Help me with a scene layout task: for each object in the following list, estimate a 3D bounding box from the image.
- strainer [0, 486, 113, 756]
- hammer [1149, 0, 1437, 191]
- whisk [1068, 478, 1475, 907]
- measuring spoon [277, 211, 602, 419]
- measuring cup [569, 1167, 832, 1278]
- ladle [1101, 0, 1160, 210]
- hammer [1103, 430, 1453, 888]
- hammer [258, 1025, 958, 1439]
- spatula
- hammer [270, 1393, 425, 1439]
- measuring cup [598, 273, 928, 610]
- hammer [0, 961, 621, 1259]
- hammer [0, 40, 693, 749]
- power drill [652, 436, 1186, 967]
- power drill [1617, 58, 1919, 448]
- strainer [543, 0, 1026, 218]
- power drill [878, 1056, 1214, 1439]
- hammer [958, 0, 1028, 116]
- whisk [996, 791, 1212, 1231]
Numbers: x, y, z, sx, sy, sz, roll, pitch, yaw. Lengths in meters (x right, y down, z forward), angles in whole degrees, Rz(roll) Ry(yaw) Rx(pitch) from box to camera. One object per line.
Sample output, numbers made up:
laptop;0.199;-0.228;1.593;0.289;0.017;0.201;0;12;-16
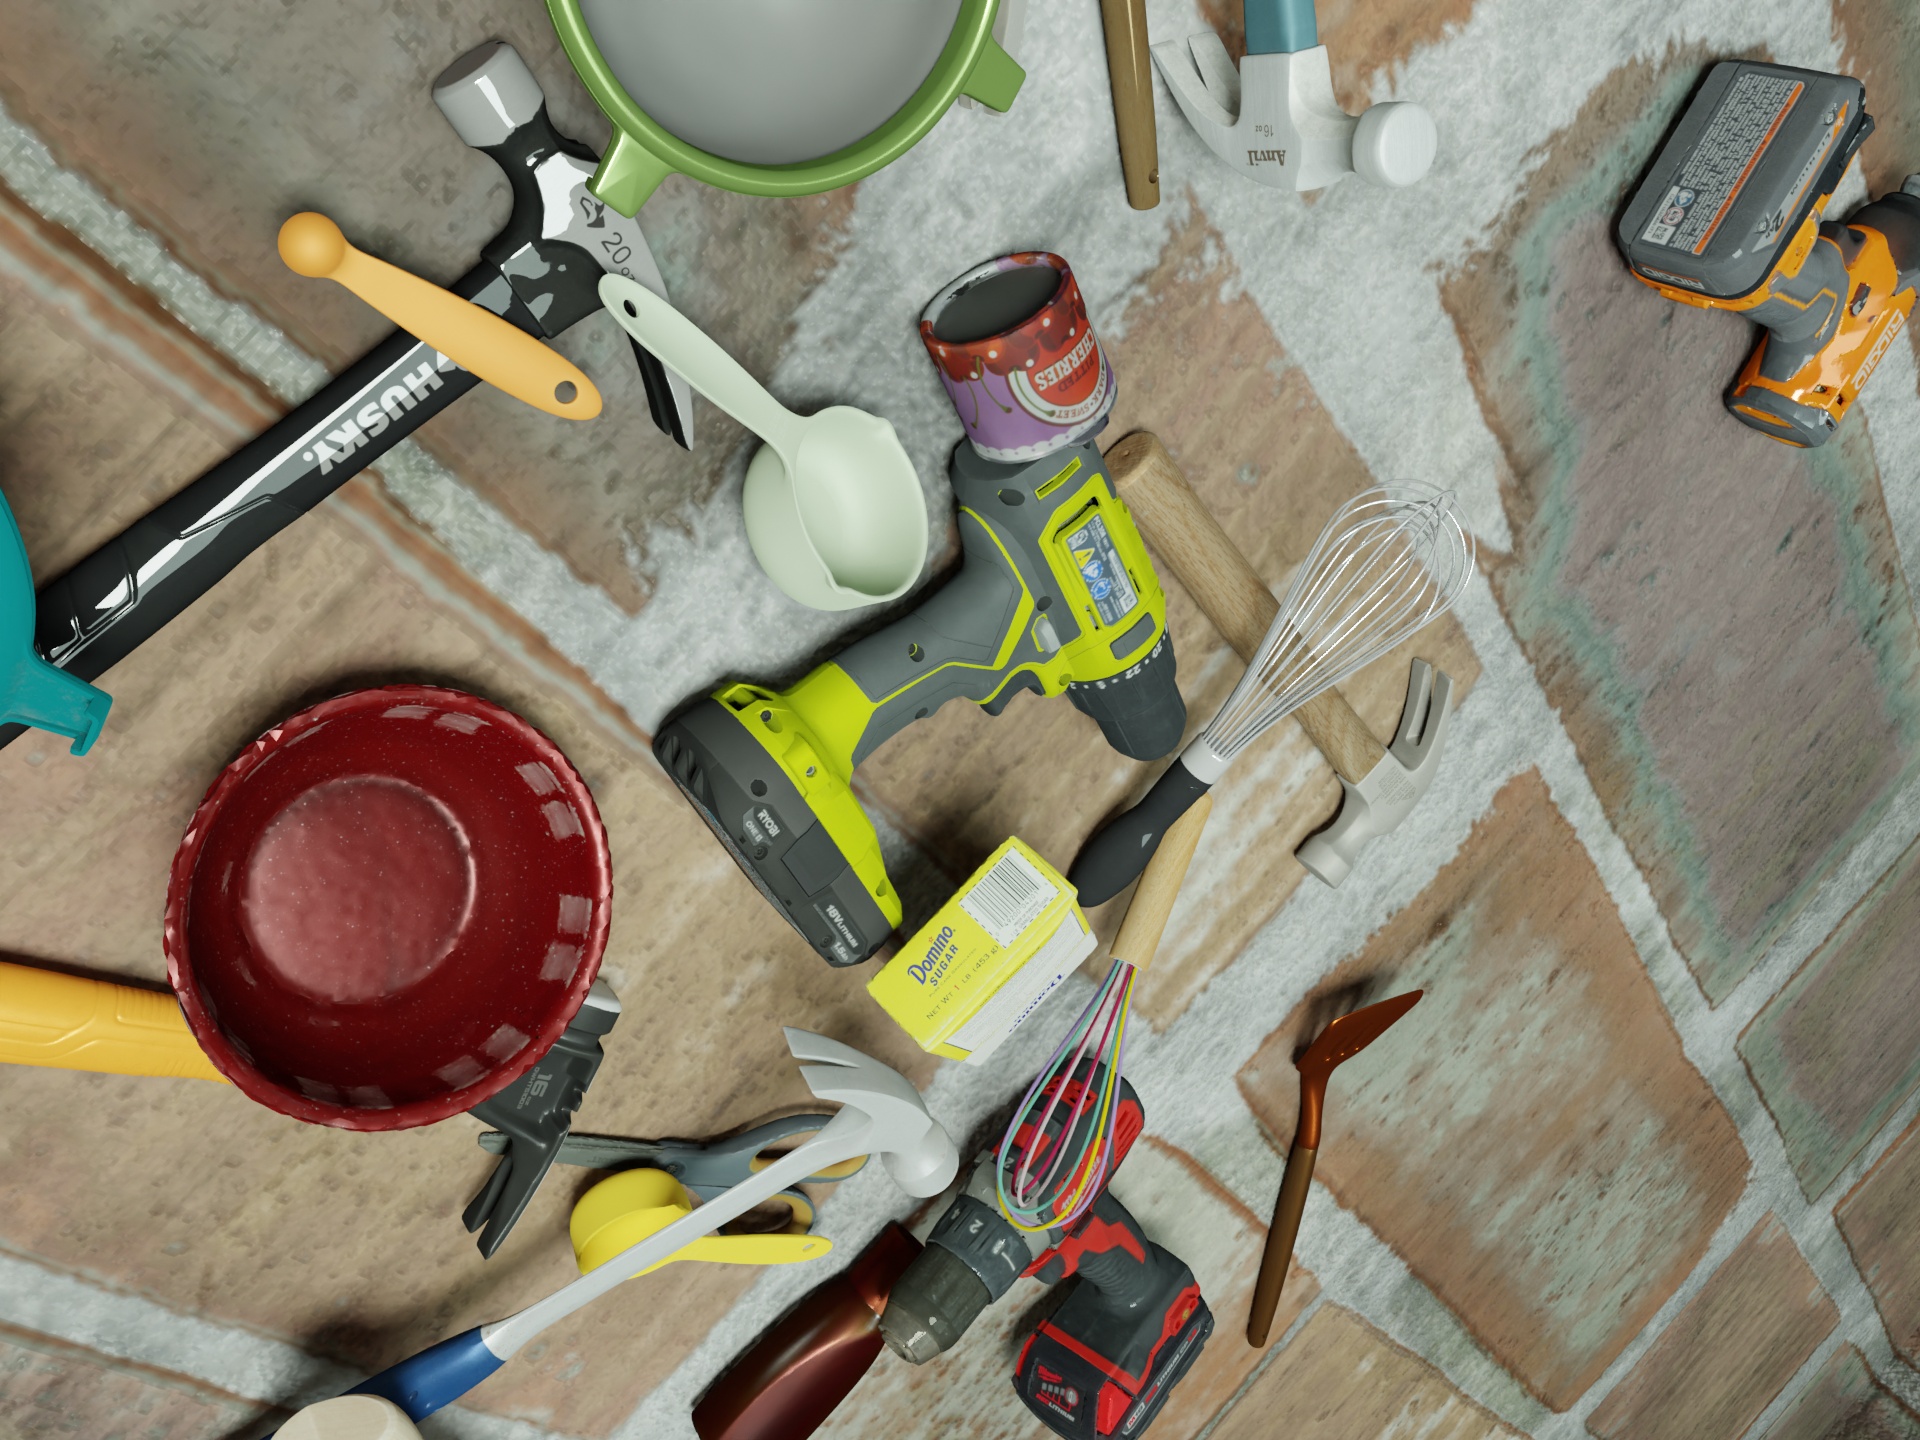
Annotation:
strainer;-0.367;-0.070;0.343;0.211;0.095;0.340;-12;132;3
hammer;0.104;-0.360;0.563;0.033;0.128;0.330;-22;117;-23
whisk;0.141;-0.004;0.778;0.070;0.070;0.284;17;123;-39
measuring spoon;-0.165;-0.128;0.518;0.116;0.011;0.021;28;98;-39
measuring cup;-0.123;0.247;0.778;0.062;0.029;0.156;-48;139;17
ladle;0.058;-0.338;0.572;0.078;0.062;0.319;-35;133;-26
hammer;0.167;-0.036;0.828;0.130;0.031;0.331;-48;131;-2
hammer;-0.197;0.263;0.695;0.405;0.035;0.143;-30;141;-4
spatula;0.232;0.305;1.057;0.081;0.041;0.322;-11;121;-30
hammer;-0.217;0.415;0.769;0.146;0.038;0.410;-36;140;-12
measuring cup;-0.078;-0.102;0.586;0.167;0.038;0.083;39;52;-37
hammer;-0.297;0.126;0.600;0.336;0.034;0.127;23;95;-39
hammer;-0.239;-0.067;0.534;0.335;0.035;0.146;-41;130;-8
power drill;-0.001;-0.002;0.705;0.228;0.080;0.190;-40;130;-13
power drill;0.464;-0.264;0.873;0.226;0.084;0.164;22;101;-44
strainer;-0.072;-0.285;0.455;0.151;0.069;0.256;-24;126;-20
power drill;0.051;0.322;0.896;0.188;0.080;0.226;-44;131;-29
hammer;-0.133;-0.261;0.497;0.359;0.037;0.149;-15;122;-28
whisk;0.075;0.145;0.826;0.051;0.047;0.245;28;77;-19
